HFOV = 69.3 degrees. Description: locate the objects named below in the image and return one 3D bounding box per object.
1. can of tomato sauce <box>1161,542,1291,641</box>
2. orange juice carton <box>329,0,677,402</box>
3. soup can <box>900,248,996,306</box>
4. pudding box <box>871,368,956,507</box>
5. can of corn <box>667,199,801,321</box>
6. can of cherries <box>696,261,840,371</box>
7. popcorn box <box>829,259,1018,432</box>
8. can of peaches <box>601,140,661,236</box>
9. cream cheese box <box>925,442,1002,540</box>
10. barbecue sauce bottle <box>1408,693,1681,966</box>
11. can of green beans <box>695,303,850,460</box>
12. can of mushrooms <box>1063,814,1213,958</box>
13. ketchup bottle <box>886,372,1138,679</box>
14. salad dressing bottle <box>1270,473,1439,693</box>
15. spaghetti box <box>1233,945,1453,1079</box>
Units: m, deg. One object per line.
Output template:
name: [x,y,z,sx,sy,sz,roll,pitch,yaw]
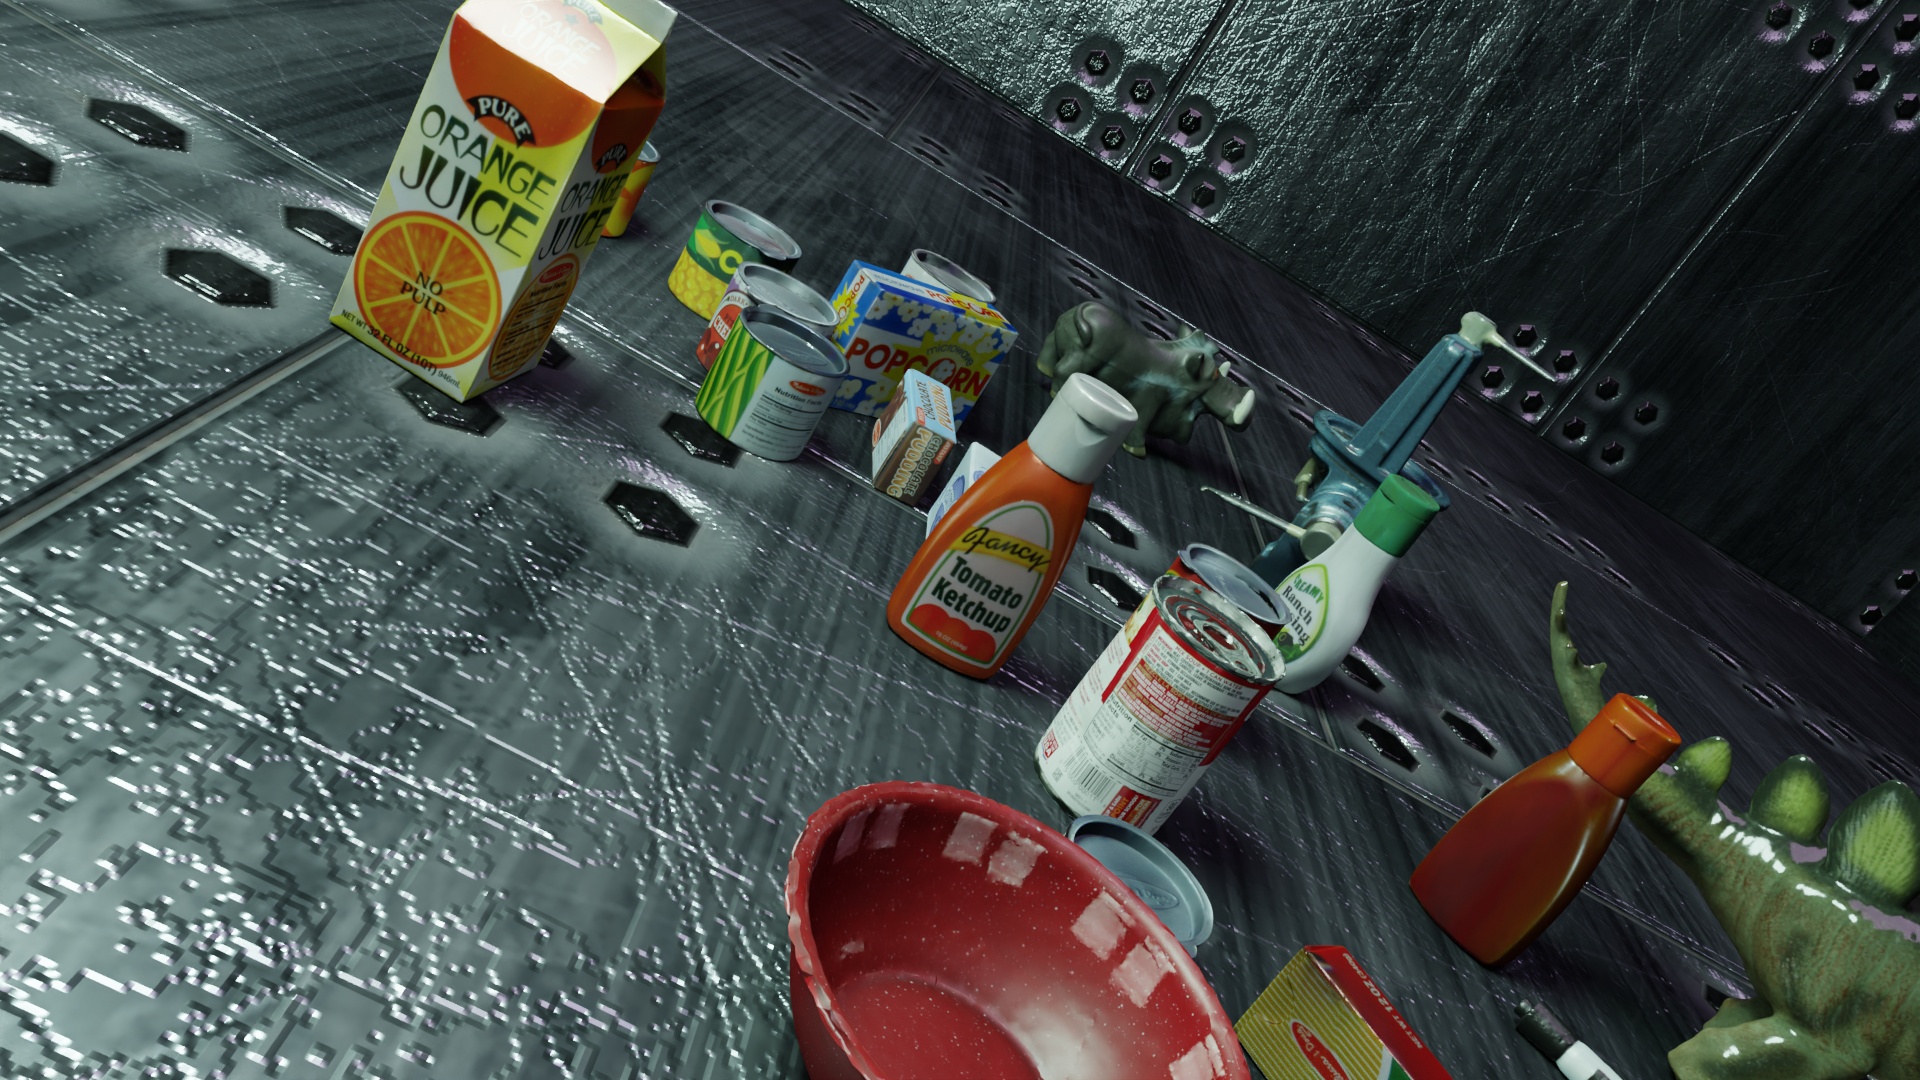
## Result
can of tomato sauce: [0.122,0.053,0.736,0.071,0.082,0.071,28,22,-12]
orange juice carton: [-0.195,-0.164,0.611,0.072,0.192,0.073,32,21,-2]
soup can: [-0.023,-0.147,0.954,0.071,0.083,0.071,28,22,-12]
pudding box: [-0.028,-0.062,0.816,0.030,0.049,0.084,27,23,-17]
can of corn: [-0.142,-0.171,0.878,0.071,0.058,0.071,28,22,-12]
can of cherries: [-0.114,-0.120,0.809,0.071,0.058,0.072,28,22,-12]
popcorn box: [-0.034,-0.120,0.881,0.127,0.085,0.038,9,32,-46]
can of peaches: [-0.235,-0.235,0.885,0.071,0.058,0.071,28,22,-12]
cream cheese box: [0.003,-0.009,0.743,0.024,0.053,0.104,29,22,-11]
barbecue sauce bottle: [0.295,0.142,0.697,0.044,0.148,0.065,8,32,-47]
can of green beans: [-0.102,-0.085,0.752,0.071,0.057,0.071,28,22,-12]
can of mushrooms: [0.061,0.142,0.533,0.071,0.033,0.071,28,22,-12]
ketchup bottle: [0.027,-0.008,0.646,0.065,0.148,0.044,30,22,-8]
salad dressing bottle: [0.235,0.027,0.857,0.044,0.147,0.064,20,25,-30]
spaghetti box: [0.186,0.248,0.458,0.029,0.050,0.251,11,31,-44]
